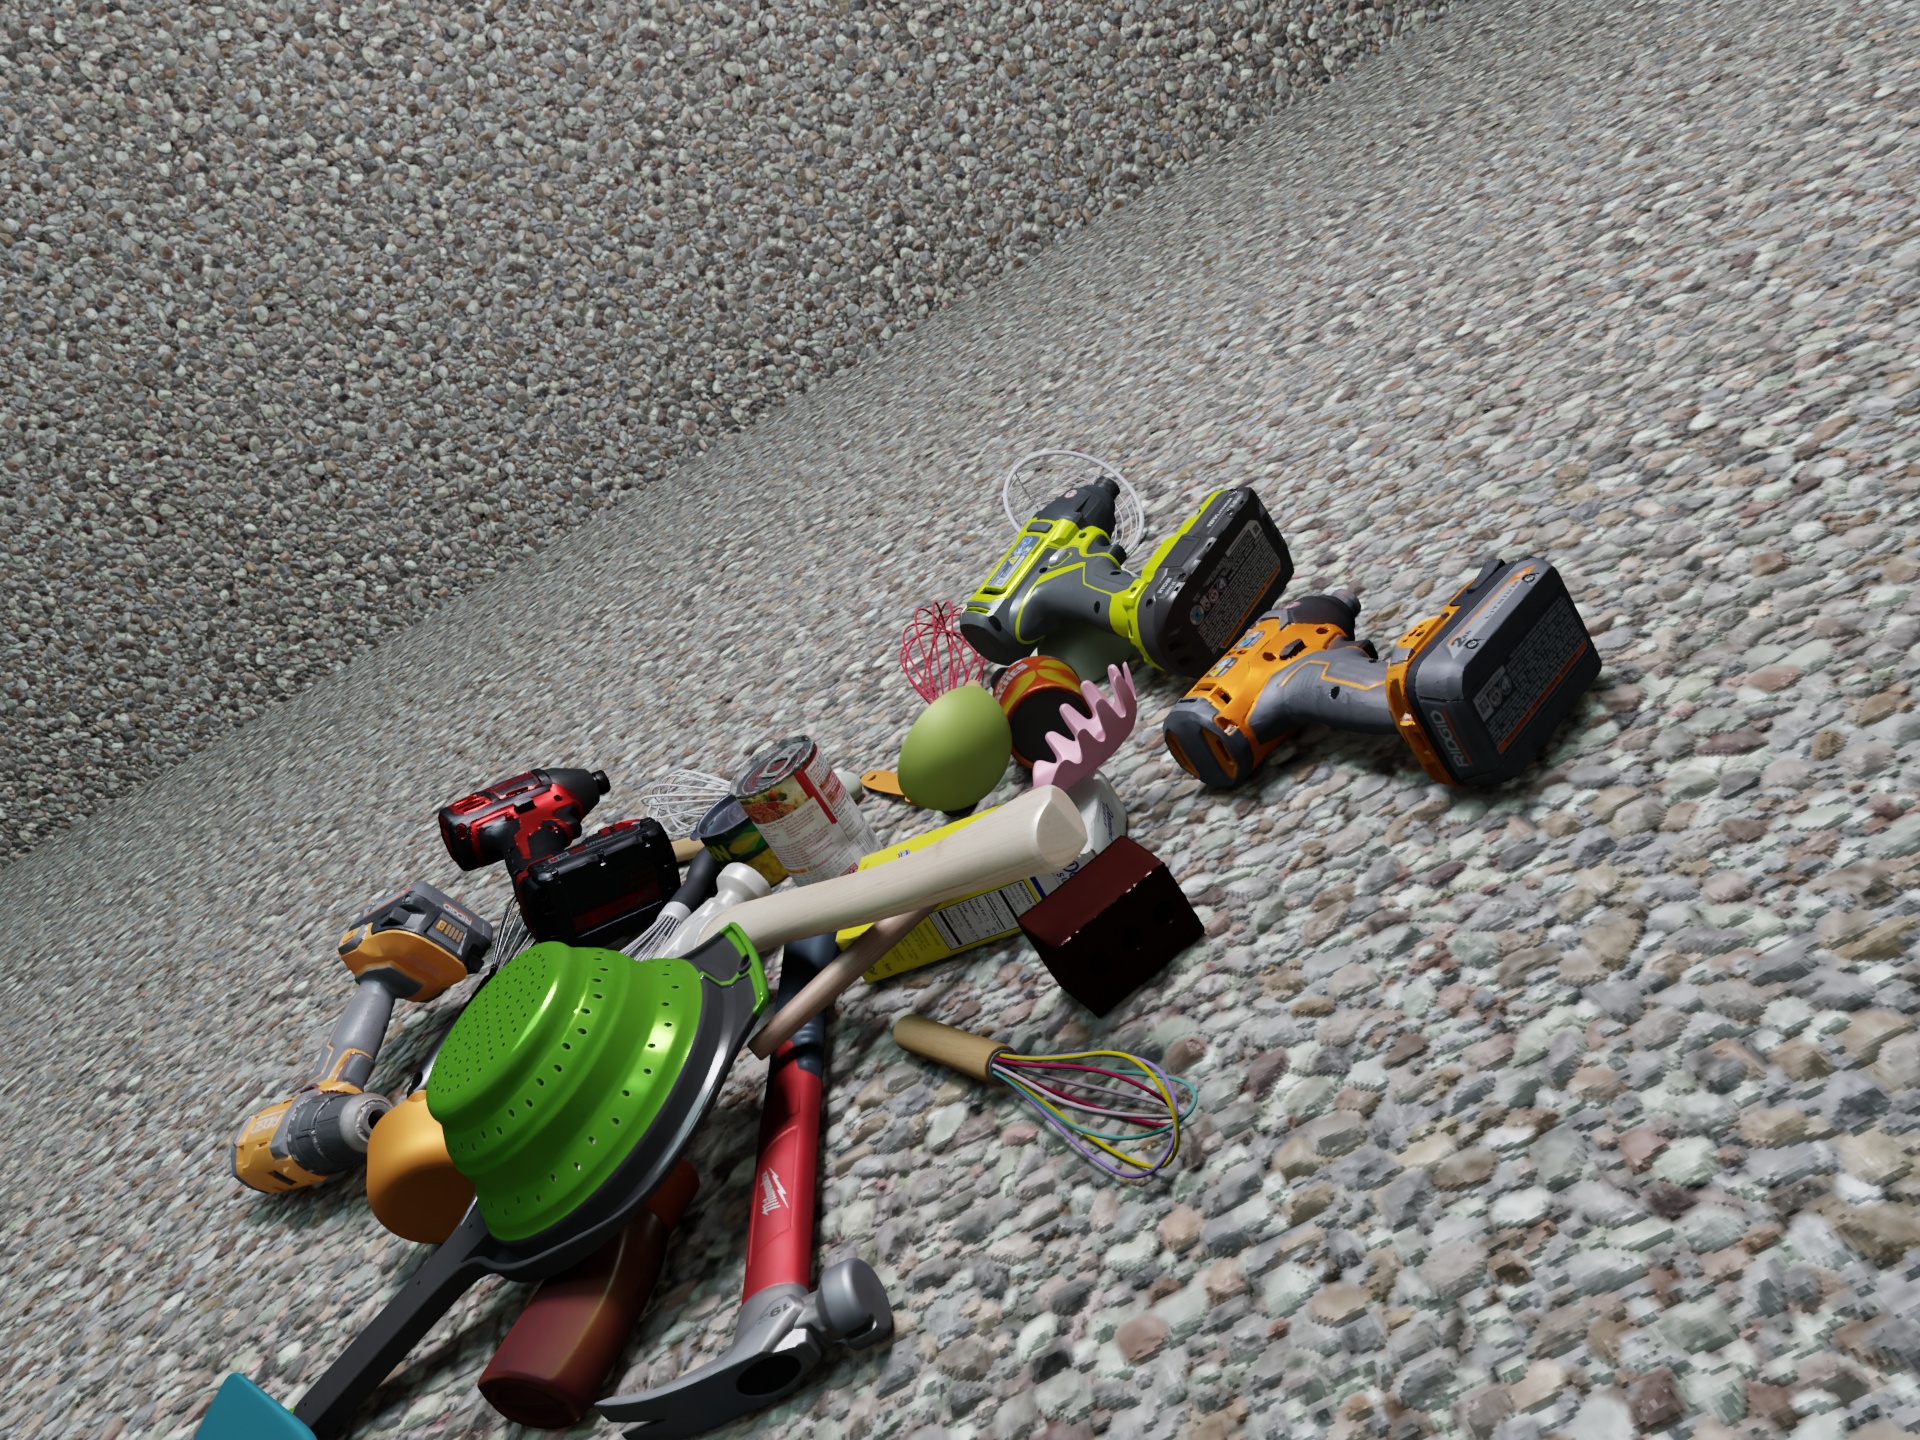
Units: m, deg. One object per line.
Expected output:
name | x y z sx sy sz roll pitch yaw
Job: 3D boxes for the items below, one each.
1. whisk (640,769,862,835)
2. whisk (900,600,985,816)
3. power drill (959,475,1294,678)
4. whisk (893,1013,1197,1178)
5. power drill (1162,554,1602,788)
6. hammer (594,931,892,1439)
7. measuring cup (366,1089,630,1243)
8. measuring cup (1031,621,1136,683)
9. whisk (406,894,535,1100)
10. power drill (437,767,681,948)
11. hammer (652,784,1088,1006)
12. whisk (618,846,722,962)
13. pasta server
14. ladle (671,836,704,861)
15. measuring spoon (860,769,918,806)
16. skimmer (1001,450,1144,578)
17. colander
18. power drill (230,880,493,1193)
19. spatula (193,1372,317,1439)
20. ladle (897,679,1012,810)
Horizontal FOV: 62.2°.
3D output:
whisk | -0.173 0.063 1.302 0.246 0.059 0.058 -7 69 39
whisk | -0.011 -0.013 1.234 0.073 0.073 0.296 -27 29 12
power drill | 0.119 -0.110 1.144 0.223 0.080 0.171 12 59 51
whisk | 0.033 0.173 0.797 0.051 0.047 0.245 -43 21 -23
power drill | 0.240 -0.032 0.912 0.164 0.084 0.226 -43 21 -27
hammer | -0.107 0.220 0.885 0.143 0.038 0.387 -29 22 10
measuring cup | -0.276 0.267 0.976 0.173 0.095 0.052 -13 32 -7
measuring cup | 0.070 -0.065 1.253 0.083 0.038 0.168 -41 26 -22
whisk | -0.366 0.207 1.243 0.055 0.055 0.239 -18 30 31
power drill | -0.316 0.099 1.274 0.143 0.078 0.220 -23 29 -29
hammer | -0.074 0.111 0.902 0.410 0.038 0.146 -24 24 52
whisk | -0.217 0.161 1.138 0.070 0.070 0.285 -21 19 24
pasta server | -0.006 0.081 0.933 0.316 0.040 0.060 -41 9 -14
ladle | -0.245 0.110 1.314 0.315 0.031 0.069 -16 28 30
measuring spoon | -0.050 0.052 1.208 0.021 0.011 0.117 -38 19 -16
skimmer | 0.136 -0.144 1.267 0.127 0.090 0.364 -3 18 -17
colander | -0.275 0.248 0.861 0.397 0.094 0.205 -47 24 0
power drill | -0.430 0.232 1.166 0.185 0.084 0.226 -23 36 42
spatula | -0.292 0.395 0.750 0.317 0.044 0.082 -2 61 47
ladle | -0.002 -0.003 1.046 0.078 0.062 0.320 -63 4 9
